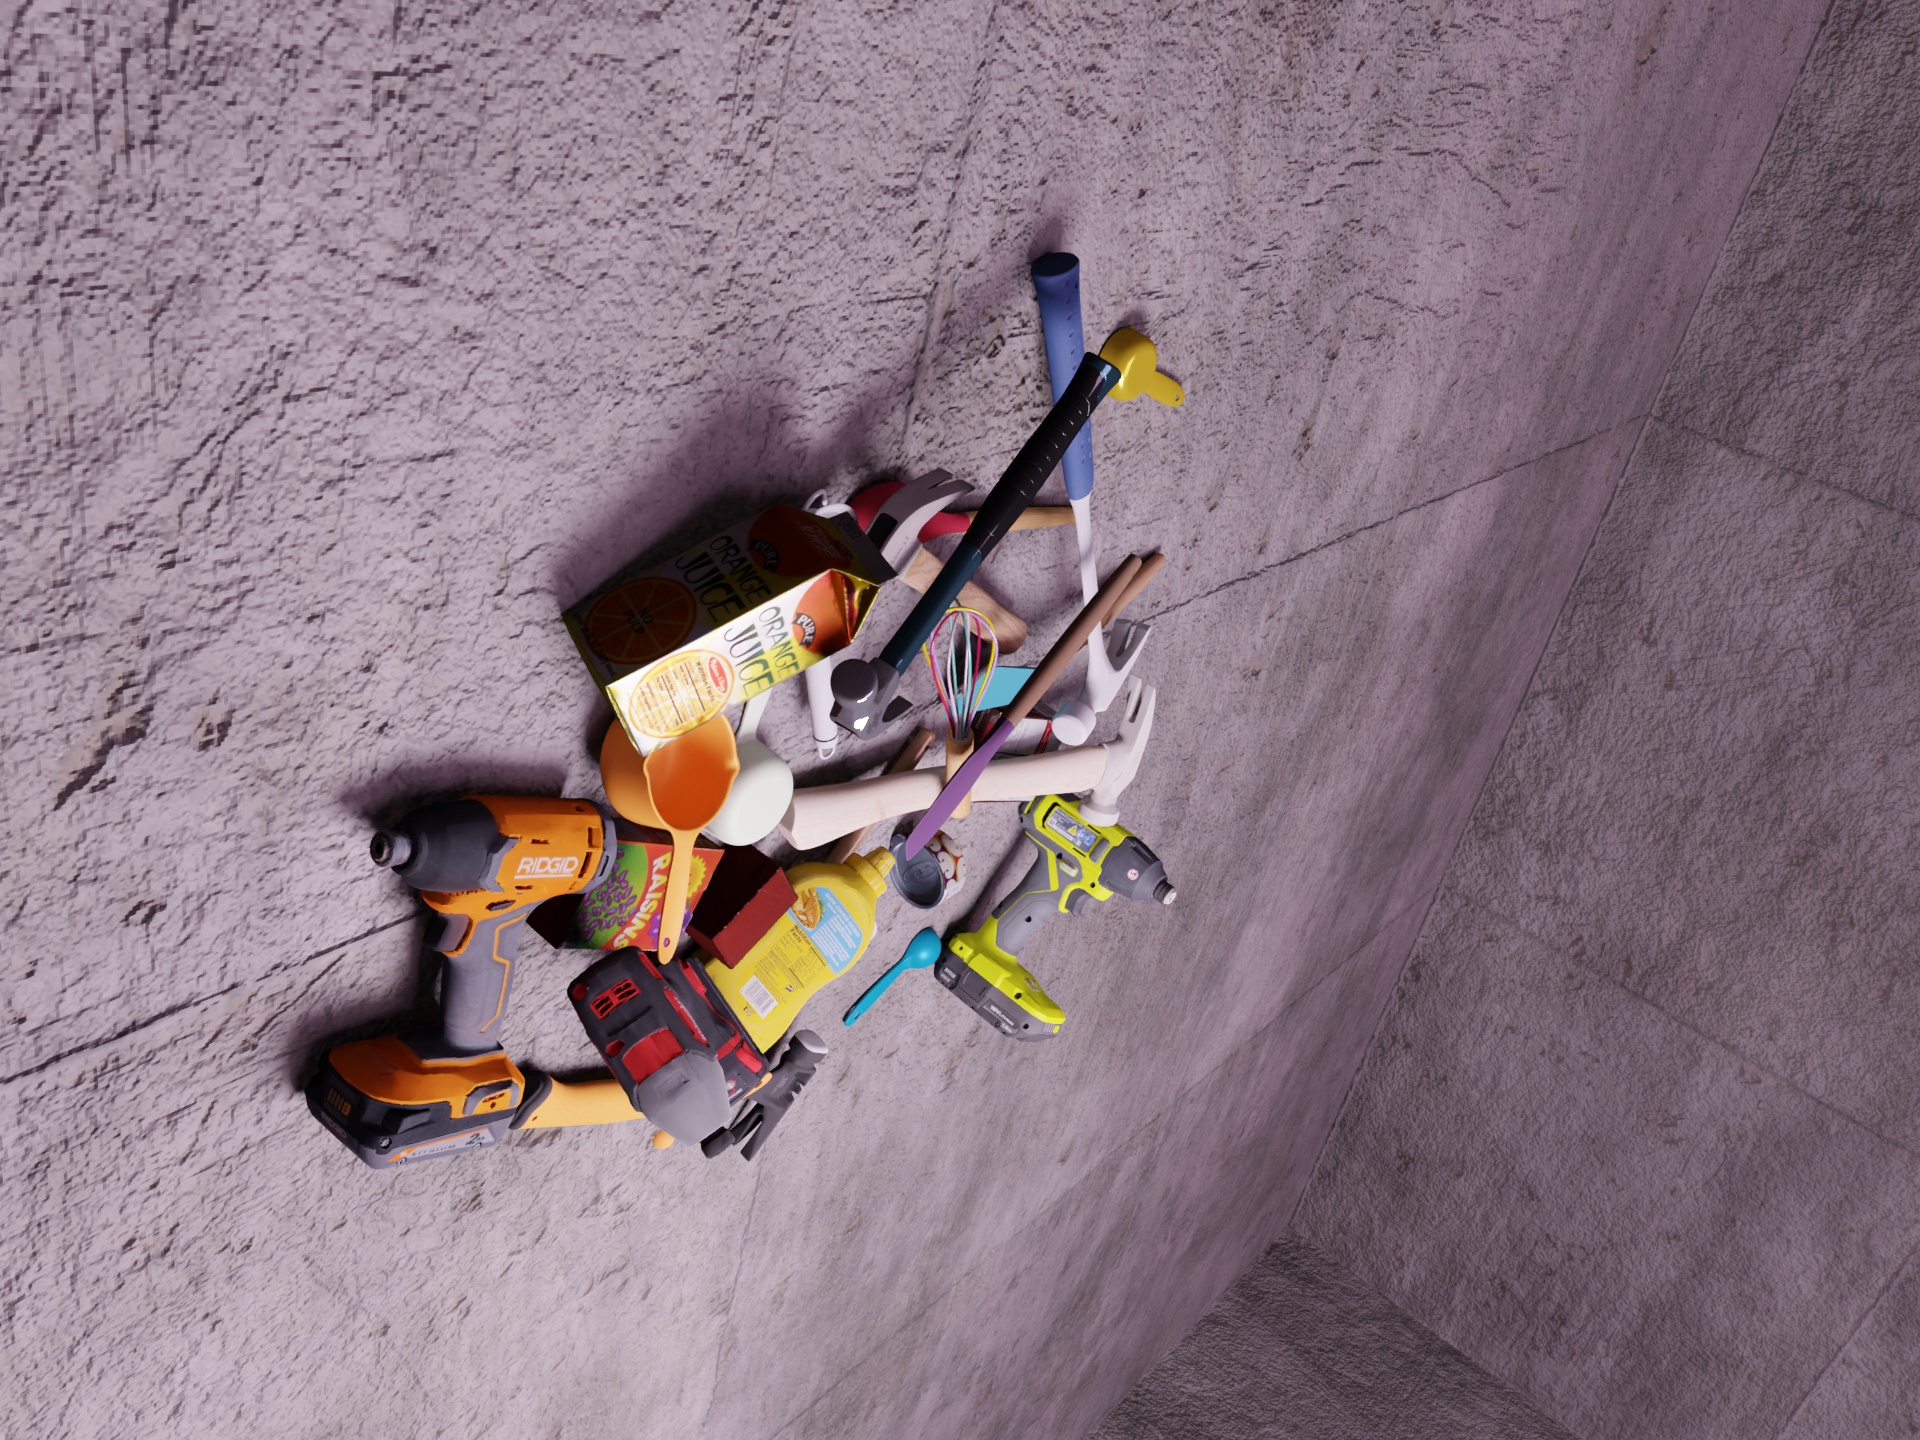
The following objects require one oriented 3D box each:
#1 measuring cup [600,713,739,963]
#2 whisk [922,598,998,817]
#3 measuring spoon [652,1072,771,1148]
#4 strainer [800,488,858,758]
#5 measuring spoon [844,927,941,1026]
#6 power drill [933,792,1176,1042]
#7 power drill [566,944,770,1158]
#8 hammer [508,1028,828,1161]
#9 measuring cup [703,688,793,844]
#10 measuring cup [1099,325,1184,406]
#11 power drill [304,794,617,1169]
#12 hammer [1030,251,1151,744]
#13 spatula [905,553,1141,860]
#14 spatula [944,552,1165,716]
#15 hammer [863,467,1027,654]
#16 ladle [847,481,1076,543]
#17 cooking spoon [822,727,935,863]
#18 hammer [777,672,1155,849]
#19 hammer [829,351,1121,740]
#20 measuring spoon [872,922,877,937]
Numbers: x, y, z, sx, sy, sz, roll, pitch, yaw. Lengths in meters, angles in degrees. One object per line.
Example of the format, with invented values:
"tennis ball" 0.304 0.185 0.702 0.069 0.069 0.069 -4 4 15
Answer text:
"measuring cup" -0.199 0.069 1.037 0.095 0.052 0.173 4 94 -60
"whisk" -0.004 -0.004 1.214 0.047 0.051 0.244 -23 145 -19
"measuring spoon" -0.197 0.314 1.280 0.117 0.011 0.021 -24 141 -38
"strainer" -0.104 -0.064 1.105 0.087 0.050 0.258 -36 144 -30
"measuring spoon" -0.060 0.248 1.503 0.128 0.021 0.042 -43 148 -28
"power drill" 0.091 0.192 1.536 0.223 0.171 0.080 -57 152 4
"power drill" -0.193 0.226 1.082 0.078 0.143 0.219 -35 173 -8
"hammer" -0.238 0.302 1.259 0.127 0.034 0.336 -55 150 10
"measuring cup" -0.140 0.015 1.138 0.083 0.038 0.167 -11 127 -53
"measuring cup" 0.163 -0.284 1.333 0.156 0.029 0.062 8 111 -57
"power drill" -0.312 0.150 0.962 0.164 0.084 0.226 8 106 -59
"hammer" 0.098 -0.176 1.269 0.144 0.035 0.405 -52 145 -40
"spatula" 0.051 -0.016 1.233 0.316 0.018 0.059 -52 164 -21
"spatula" 0.101 -0.084 1.410 0.317 0.044 0.082 -43 179 -44
"hammer" -0.004 -0.098 1.197 0.130 0.031 0.331 -58 161 2
"ladle" 0.015 -0.154 1.235 0.315 0.031 0.069 -14 131 -54
"cooking spoon" -0.118 0.137 1.313 0.319 0.017 0.068 -54 149 -7
"hammer" 0.014 0.044 1.348 0.410 0.038 0.146 -7 121 -44
"hammer" 0.014 -0.124 1.077 0.331 0.033 0.128 -55 172 -17
"measuring spoon" -0.096 0.170 1.388 0.034 0.018 0.124 -54 158 -12
